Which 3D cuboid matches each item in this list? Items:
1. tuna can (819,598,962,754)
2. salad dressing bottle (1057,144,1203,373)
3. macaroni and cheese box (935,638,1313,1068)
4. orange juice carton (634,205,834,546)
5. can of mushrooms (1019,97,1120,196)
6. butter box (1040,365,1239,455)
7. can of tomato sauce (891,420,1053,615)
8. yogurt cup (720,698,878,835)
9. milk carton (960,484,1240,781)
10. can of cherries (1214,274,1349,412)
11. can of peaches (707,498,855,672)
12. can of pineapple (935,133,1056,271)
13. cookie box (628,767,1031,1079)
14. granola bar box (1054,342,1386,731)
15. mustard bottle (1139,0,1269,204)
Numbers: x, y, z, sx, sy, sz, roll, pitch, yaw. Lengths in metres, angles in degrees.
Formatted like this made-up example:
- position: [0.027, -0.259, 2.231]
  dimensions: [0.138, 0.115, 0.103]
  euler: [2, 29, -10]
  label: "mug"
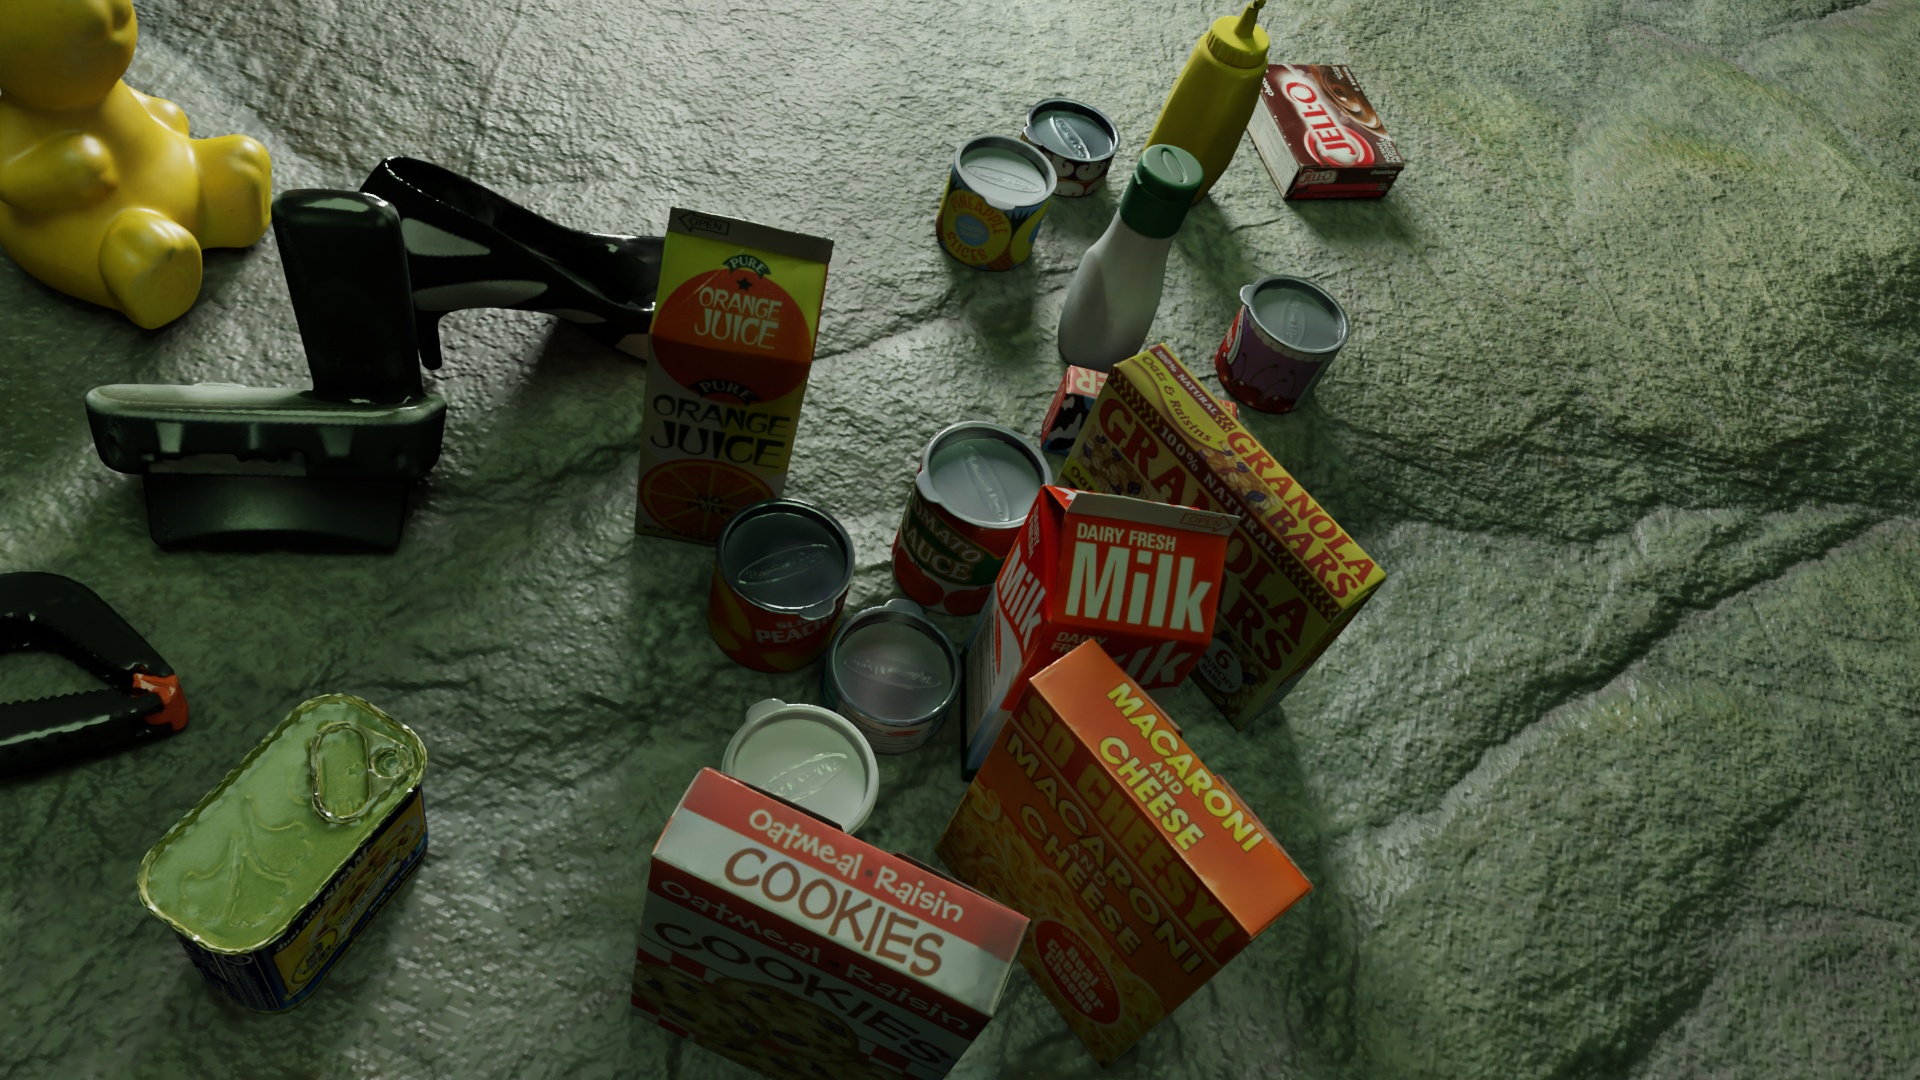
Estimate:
- position: [-0.034, 0.066, 0.676]
  dimensions: [0.071, 0.032, 0.071]
  euler: [8, 53, -11]
  label: "tuna can"
- position: [0.098, -0.161, 0.808]
  dimensions: [0.044, 0.146, 0.064]
  euler: [-5, 57, -20]
  label: "salad dressing bottle"
- position: [0.058, 0.133, 0.570]
  dimensions: [0.040, 0.165, 0.124]
  euler: [-29, 67, -31]
  label: "macaroni and cheese box"
- position: [-0.109, -0.080, 0.660]
  dimensions: [0.072, 0.191, 0.073]
  euler: [10, 53, -9]
  label: "orange juice carton"
- position: [0.071, -0.269, 0.951]
  dimensions: [0.071, 0.033, 0.071]
  euler: [8, 53, -11]
  label: "can of mushrooms"
- position: [0.103, -0.065, 0.800]
  dimensions: [0.103, 0.052, 0.024]
  euler: [12, 53, -8]
  label: "butter box"
- position: [0.003, -0.009, 0.710]
  dimensions: [0.071, 0.082, 0.071]
  euler: [8, 53, -11]
  label: "can of tomato sauce"
- position: [-0.074, 0.114, 0.616]
  dimensions: [0.072, 0.053, 0.073]
  euler: [8, 53, -11]
  label: "yogurt cup"
- position: [0.056, 0.039, 0.623]
  dimensions: [0.072, 0.189, 0.074]
  euler: [8, 53, -11]
  label: "milk carton"
- position: [0.197, -0.123, 0.866]
  dimensions: [0.071, 0.058, 0.072]
  euler: [8, 53, -11]
  label: "can of cherries"
- position: [-0.087, 0.024, 0.675]
  dimensions: [0.071, 0.057, 0.071]
  euler: [8, 53, -11]
  label: "can of peaches"
- position: [0.021, -0.213, 0.880]
  dimensions: [0.071, 0.057, 0.071]
  euler: [8, 53, -11]
  label: "can of pineapple"
- position: [-0.056, 0.158, 0.517]
  dimensions: [0.123, 0.166, 0.040]
  euler: [24, 52, 2]
  label: "cookie box"
- position: [0.124, -0.001, 0.714]
  dimensions: [0.039, 0.123, 0.166]
  euler: [-27, 66, -30]
  label: "granola bar box"
- position: [0.168, -0.294, 0.918]
  dimensions: [0.049, 0.159, 0.065]
  euler: [44, 55, 16]
  label: "mustard bottle"
